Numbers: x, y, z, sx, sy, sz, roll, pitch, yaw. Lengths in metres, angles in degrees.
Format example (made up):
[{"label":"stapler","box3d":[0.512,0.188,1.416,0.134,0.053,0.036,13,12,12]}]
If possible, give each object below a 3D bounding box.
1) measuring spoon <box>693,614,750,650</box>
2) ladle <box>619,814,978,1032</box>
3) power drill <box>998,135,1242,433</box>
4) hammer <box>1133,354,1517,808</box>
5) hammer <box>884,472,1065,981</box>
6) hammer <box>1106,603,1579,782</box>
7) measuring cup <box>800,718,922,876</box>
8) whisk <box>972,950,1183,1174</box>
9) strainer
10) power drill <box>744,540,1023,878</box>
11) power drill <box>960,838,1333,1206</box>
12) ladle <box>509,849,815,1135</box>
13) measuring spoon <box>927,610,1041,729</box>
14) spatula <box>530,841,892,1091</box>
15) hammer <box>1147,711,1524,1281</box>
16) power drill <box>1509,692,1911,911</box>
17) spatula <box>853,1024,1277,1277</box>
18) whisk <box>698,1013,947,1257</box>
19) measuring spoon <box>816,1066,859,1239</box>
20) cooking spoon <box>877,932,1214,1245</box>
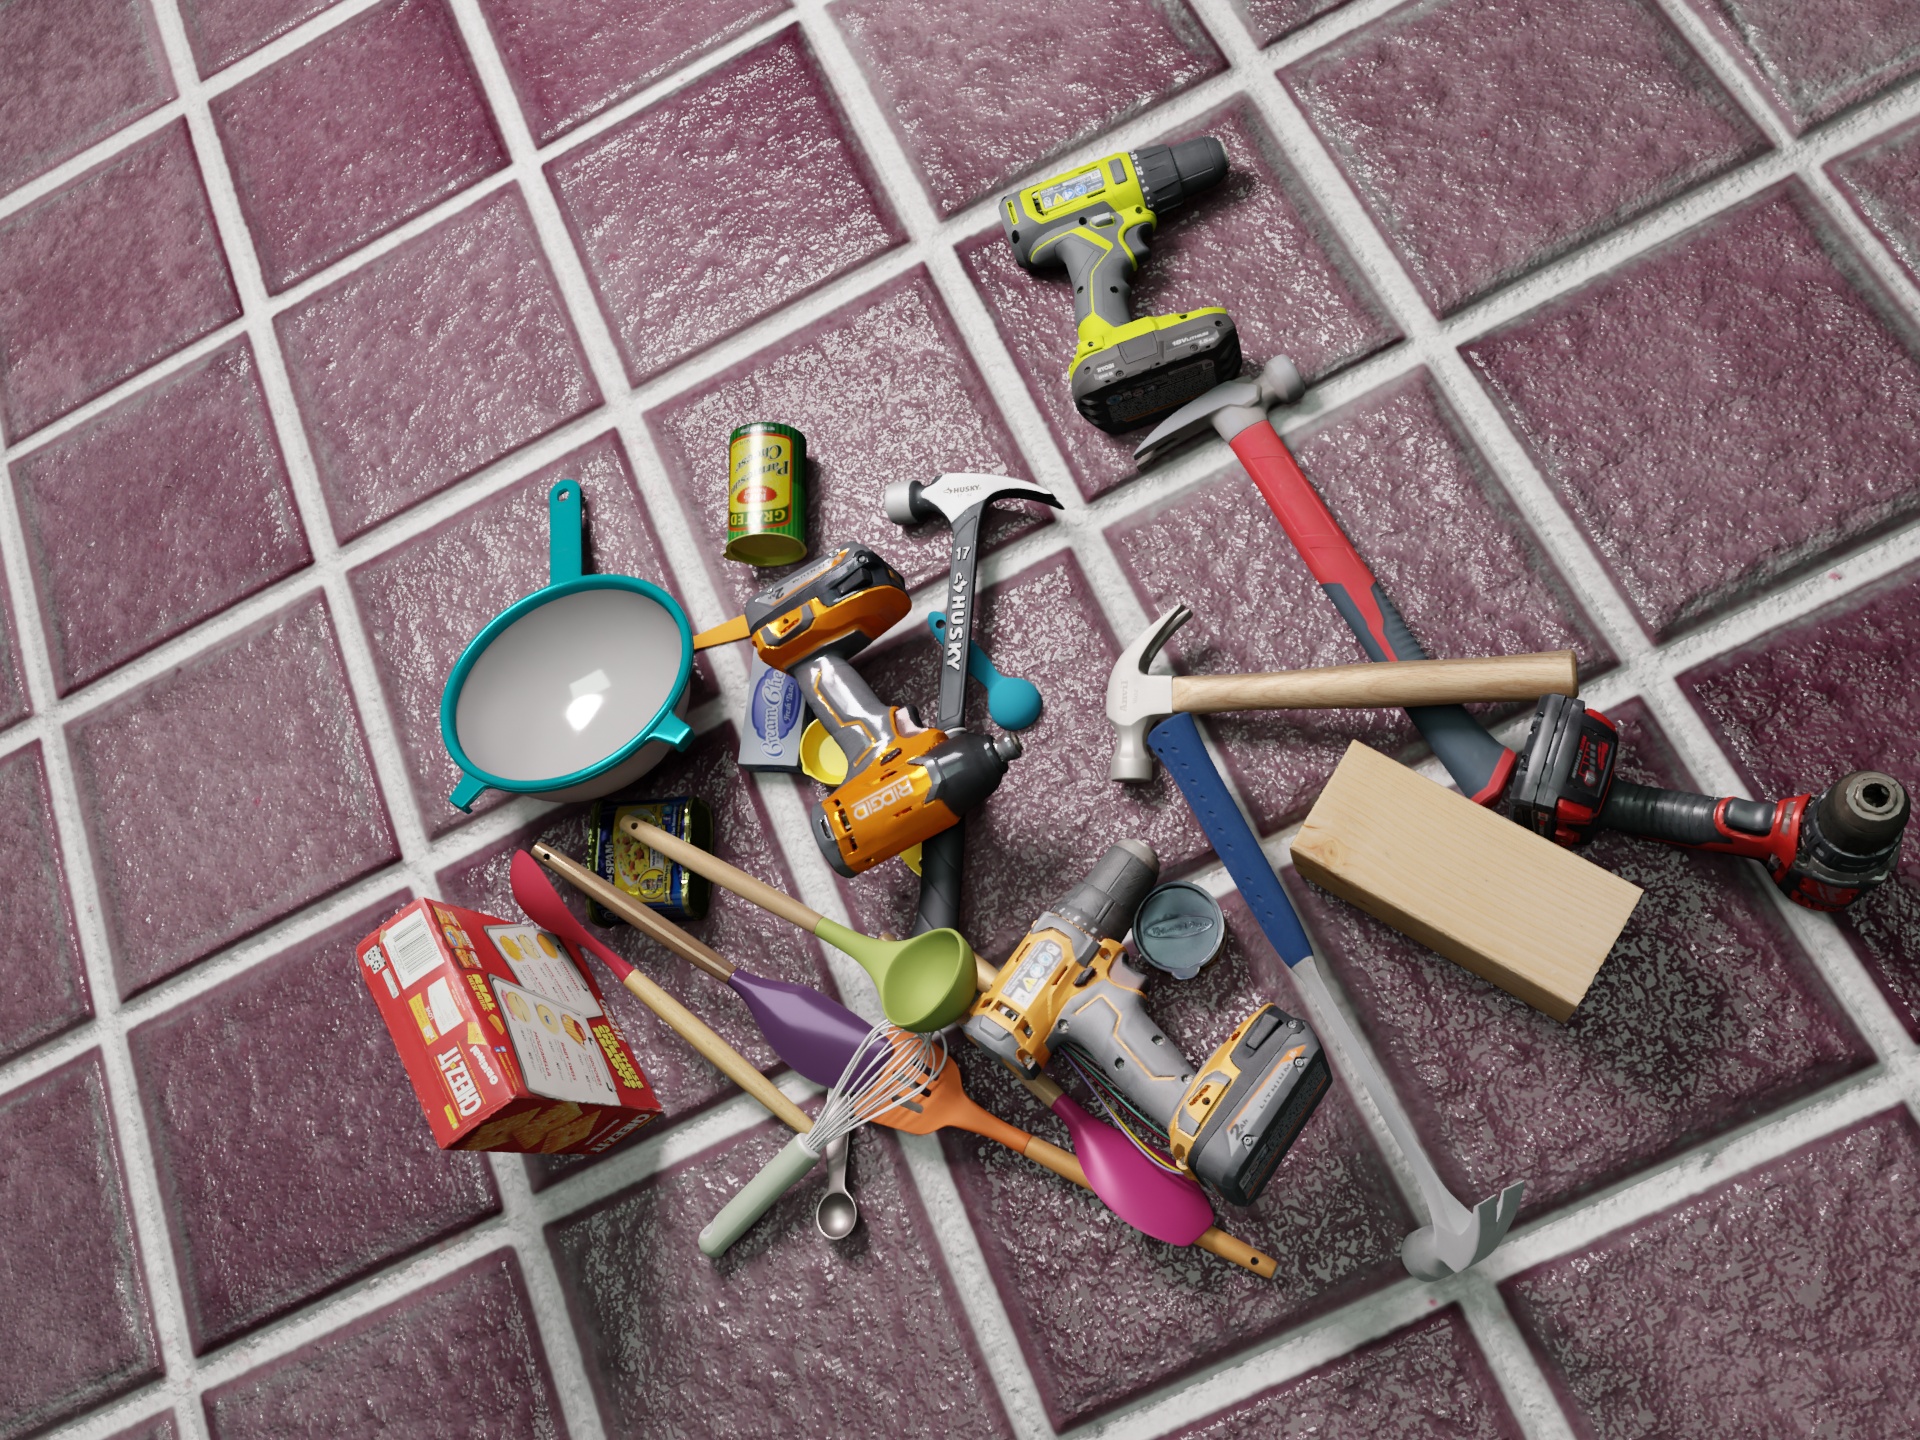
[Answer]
[{"label":"measuring spoon","box3d":[-0.187,-0.078,1.321,0.117,0.011,0.021,-18,69,9]},{"label":"ladle","box3d":[-0.127,0.134,1.159,0.320,0.062,0.078,25,72,22]},{"label":"power drill","box3d":[0.147,-0.364,1.289,0.190,0.080,0.229,-18,67,9]},{"label":"hammer","box3d":[0.277,-0.094,1.188,0.143,0.038,0.387,-30,68,6]},{"label":"hammer","box3d":[-0.002,-0.004,1.219,0.149,0.036,0.409,-4,71,25]},{"label":"hammer","box3d":[0.265,-0.026,1.140,0.331,0.031,0.130,-3,80,23]},{"label":"measuring cup","box3d":[-0.066,0.063,1.243,0.062,0.029,0.156,-37,79,-4]},{"label":"whisk","box3d":[0.089,0.235,1.134,0.245,0.051,0.047,35,119,27]},{"label":"strainer","box3d":[-0.310,-0.058,1.317,0.211,0.095,0.341,-16,50,5]},{"label":"power drill","box3d":[-0.057,-0.016,1.186,0.164,0.084,0.227,-28,67,12]},{"label":"power drill","box3d":[0.136,0.193,1.069,0.226,0.084,0.185,28,72,33]},{"label":"ladle","box3d":[-0.230,0.210,1.202,0.315,0.069,0.031,39,60,8]},{"label":"measuring spoon","box3d":[0.013,-0.045,1.251,0.042,0.021,0.129,-42,68,-1]},{"label":"spatula","box3d":[-0.194,0.181,1.198,0.316,0.018,0.060,32,86,8]},{"label":"hammer","box3d":[0.237,0.169,1.061,0.035,0.144,0.406,-20,67,-17]},{"label":"power drill","box3d":[0.475,0.053,1.013,0.227,0.187,0.080,16,77,23]},{"label":"spatula","box3d":[0.071,0.311,1.126,0.323,0.041,0.081,24,80,16]},{"label":"whisk","box3d":[-0.103,0.303,1.151,0.059,0.058,0.246,42,99,-12]},{"label":"measuring spoon","box3d":[-0.087,0.318,1.171,0.034,0.018,0.124,-13,63,25]},{"label":"cooking spoon","box3d":[0.051,0.255,1.138,0.319,0.017,0.069,38,43,27]}]
